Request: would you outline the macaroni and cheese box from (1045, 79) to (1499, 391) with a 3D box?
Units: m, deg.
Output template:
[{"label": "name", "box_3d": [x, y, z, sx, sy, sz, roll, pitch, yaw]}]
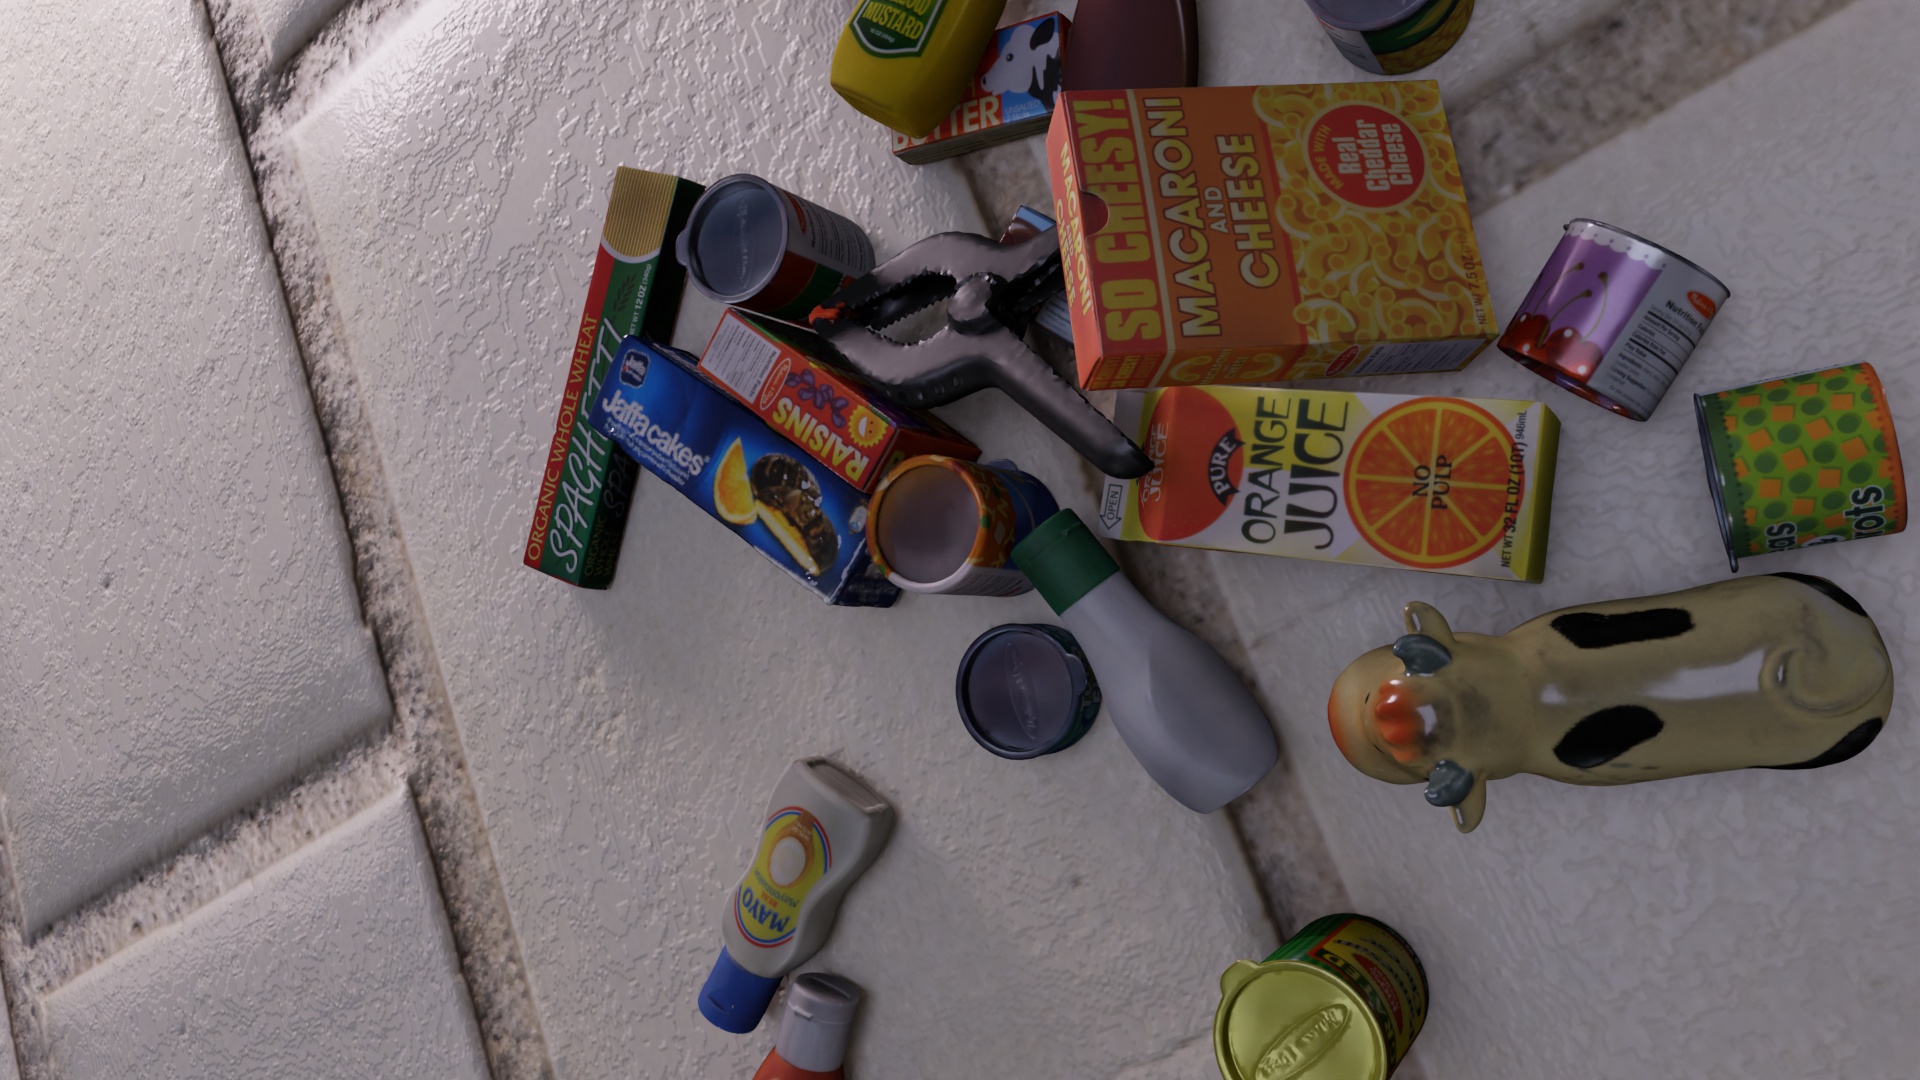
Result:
[{"label": "macaroni and cheese box", "box_3d": [0.127, -0.130, 0.582, 0.167, 0.040, 0.124, -4, 72, -8]}]

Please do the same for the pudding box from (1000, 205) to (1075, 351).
[{"label": "pudding box", "box_3d": [0.055, -0.125, 0.686, 0.084, 0.030, 0.049, 35, 104, 25]}]

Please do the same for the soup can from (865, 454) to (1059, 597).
[{"label": "soup can", "box_3d": [0.002, -0.008, 0.676, 0.071, 0.084, 0.071, -2, 86, 28]}]

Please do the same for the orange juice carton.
[{"label": "orange juice carton", "box_3d": [0.152, -0.027, 0.604, 0.192, 0.073, 0.071, 6, 90, 29]}]

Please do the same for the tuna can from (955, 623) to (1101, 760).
[{"label": "tuna can", "box_3d": [0.036, 0.073, 0.682, 0.071, 0.033, 0.071, -2, 86, 28]}]

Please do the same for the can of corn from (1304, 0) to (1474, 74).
[{"label": "can of corn", "box_3d": [0.189, -0.246, 0.606, 0.071, 0.058, 0.071, -2, 86, 28]}]

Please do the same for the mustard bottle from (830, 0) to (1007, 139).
[{"label": "mustard bottle", "box_3d": [-0.005, -0.283, 0.691, 0.065, 0.049, 0.160, 31, 95, 25]}]

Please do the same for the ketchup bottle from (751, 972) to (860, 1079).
[{"label": "ketchup bottle", "box_3d": [-0.089, 0.303, 0.728, 0.065, 0.043, 0.148, 18, 95, 27]}]

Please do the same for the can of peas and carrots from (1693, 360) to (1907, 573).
[{"label": "can of peas and carrots", "box_3d": [0.314, -0.027, 0.521, 0.058, 0.071, 0.071, -12, 81, 26]}]

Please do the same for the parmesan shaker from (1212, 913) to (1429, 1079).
[{"label": "parmesan shaker", "box_3d": [0.150, 0.193, 0.574, 0.071, 0.103, 0.071, -2, 87, 28]}]

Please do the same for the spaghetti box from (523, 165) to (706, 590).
[{"label": "spaghetti box", "box_3d": [-0.205, -0.095, 0.824, 0.050, 0.029, 0.249, 17, 95, 29]}]

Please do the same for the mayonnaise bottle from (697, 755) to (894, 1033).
[{"label": "mayonnaise bottle", "box_3d": [-0.093, 0.191, 0.738, 0.065, 0.041, 0.147, 32, 101, 24]}]

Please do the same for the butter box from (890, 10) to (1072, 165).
[{"label": "butter box", "box_3d": [0.011, -0.232, 0.719, 0.103, 0.024, 0.053, -6, 83, 28]}]

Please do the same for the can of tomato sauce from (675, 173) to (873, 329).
[{"label": "can of tomato sauce", "box_3d": [-0.096, -0.150, 0.738, 0.071, 0.083, 0.071, -2, 86, 28]}]

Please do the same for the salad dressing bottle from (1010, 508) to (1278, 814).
[{"label": "salad dressing bottle", "box_3d": [0.081, 0.053, 0.632, 0.148, 0.064, 0.043, 52, 140, 8]}]

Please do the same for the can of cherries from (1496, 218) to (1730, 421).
[{"label": "can of cherries", "box_3d": [0.258, -0.089, 0.557, 0.071, 0.071, 0.058, 34, 104, 25]}]

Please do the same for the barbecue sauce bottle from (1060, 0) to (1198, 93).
[{"label": "barbecue sauce bottle", "box_3d": [0.083, -0.248, 0.656, 0.065, 0.044, 0.148, 8, 102, 19]}]

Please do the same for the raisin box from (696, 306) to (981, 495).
[{"label": "raisin box", "box_3d": [-0.061, -0.068, 0.712, 0.123, 0.086, 0.040, 37, 103, 25]}]
